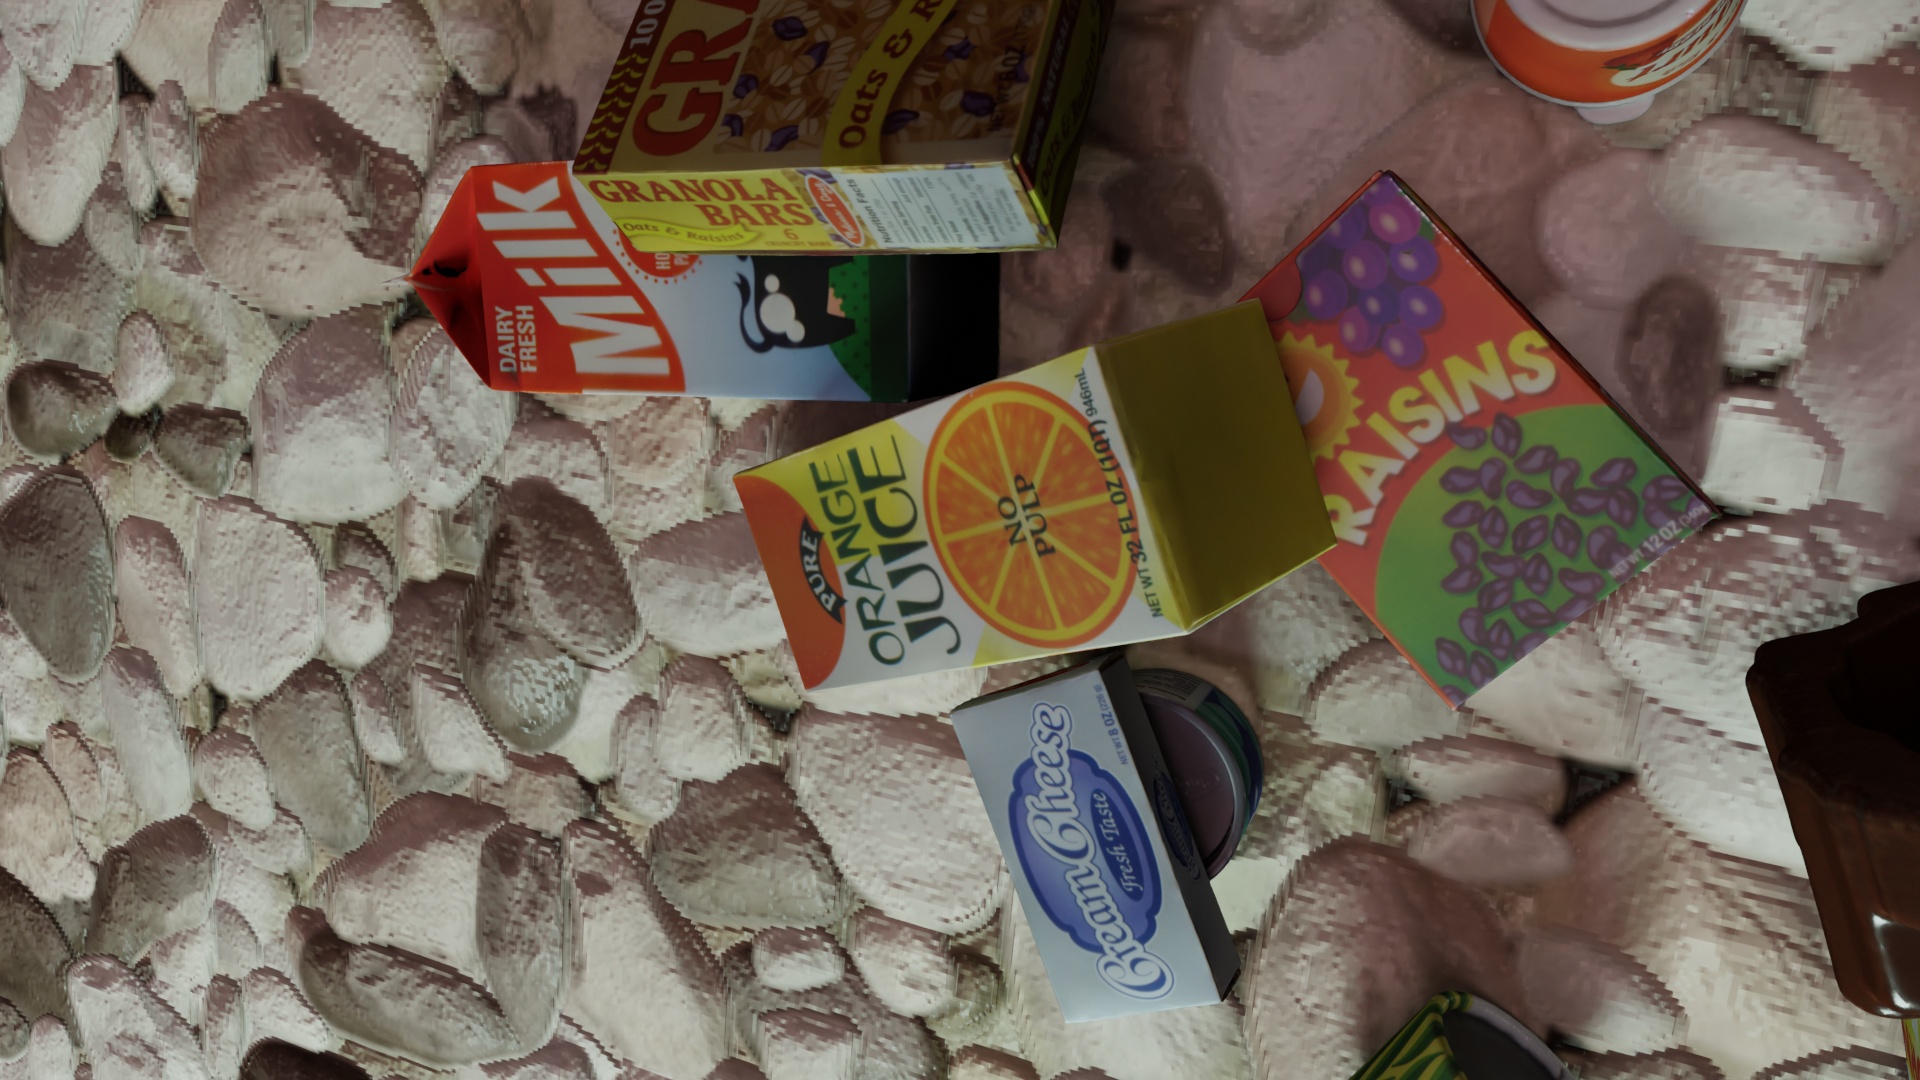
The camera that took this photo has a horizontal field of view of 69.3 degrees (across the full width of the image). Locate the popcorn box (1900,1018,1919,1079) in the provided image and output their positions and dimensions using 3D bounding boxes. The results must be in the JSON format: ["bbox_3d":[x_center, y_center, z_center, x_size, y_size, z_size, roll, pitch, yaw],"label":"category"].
[{"bbox_3d":[0.246,0.140,0.317,0.038,0.127,0.085,-7,97,28],"label":"popcorn box"}]

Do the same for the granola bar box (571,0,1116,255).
[{"bbox_3d":[-0.020,-0.155,0.377,0.124,0.039,0.166,5,66,22],"label":"granola bar box"}]

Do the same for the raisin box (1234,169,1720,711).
[{"bbox_3d":[0.128,-0.028,0.385,0.086,0.040,0.123,-44,81,25],"label":"raisin box"}]

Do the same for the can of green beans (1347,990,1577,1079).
[{"bbox_3d":[0.144,0.175,0.401,0.071,0.071,0.057,40,112,12],"label":"can of green beans"}]

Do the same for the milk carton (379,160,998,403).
[{"bbox_3d":[-0.089,-0.085,0.448,0.190,0.072,0.073,4,102,23],"label":"milk carton"}]

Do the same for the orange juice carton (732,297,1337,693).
[{"bbox_3d":[0.001,-0.005,0.407,0.192,0.073,0.071,-14,95,46],"label":"orange juice carton"}]

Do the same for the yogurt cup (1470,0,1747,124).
[{"bbox_3d":[0.160,-0.144,0.341,0.072,0.054,0.072,4,101,23],"label":"yogurt cup"}]

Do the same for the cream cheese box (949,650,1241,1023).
[{"bbox_3d":[0.040,0.089,0.414,0.053,0.024,0.103,-20,92,27],"label":"cream cheese box"}]

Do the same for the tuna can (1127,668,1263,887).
[{"bbox_3d":[0.061,0.077,0.436,0.071,0.033,0.071,5,102,22],"label":"tuna can"}]
